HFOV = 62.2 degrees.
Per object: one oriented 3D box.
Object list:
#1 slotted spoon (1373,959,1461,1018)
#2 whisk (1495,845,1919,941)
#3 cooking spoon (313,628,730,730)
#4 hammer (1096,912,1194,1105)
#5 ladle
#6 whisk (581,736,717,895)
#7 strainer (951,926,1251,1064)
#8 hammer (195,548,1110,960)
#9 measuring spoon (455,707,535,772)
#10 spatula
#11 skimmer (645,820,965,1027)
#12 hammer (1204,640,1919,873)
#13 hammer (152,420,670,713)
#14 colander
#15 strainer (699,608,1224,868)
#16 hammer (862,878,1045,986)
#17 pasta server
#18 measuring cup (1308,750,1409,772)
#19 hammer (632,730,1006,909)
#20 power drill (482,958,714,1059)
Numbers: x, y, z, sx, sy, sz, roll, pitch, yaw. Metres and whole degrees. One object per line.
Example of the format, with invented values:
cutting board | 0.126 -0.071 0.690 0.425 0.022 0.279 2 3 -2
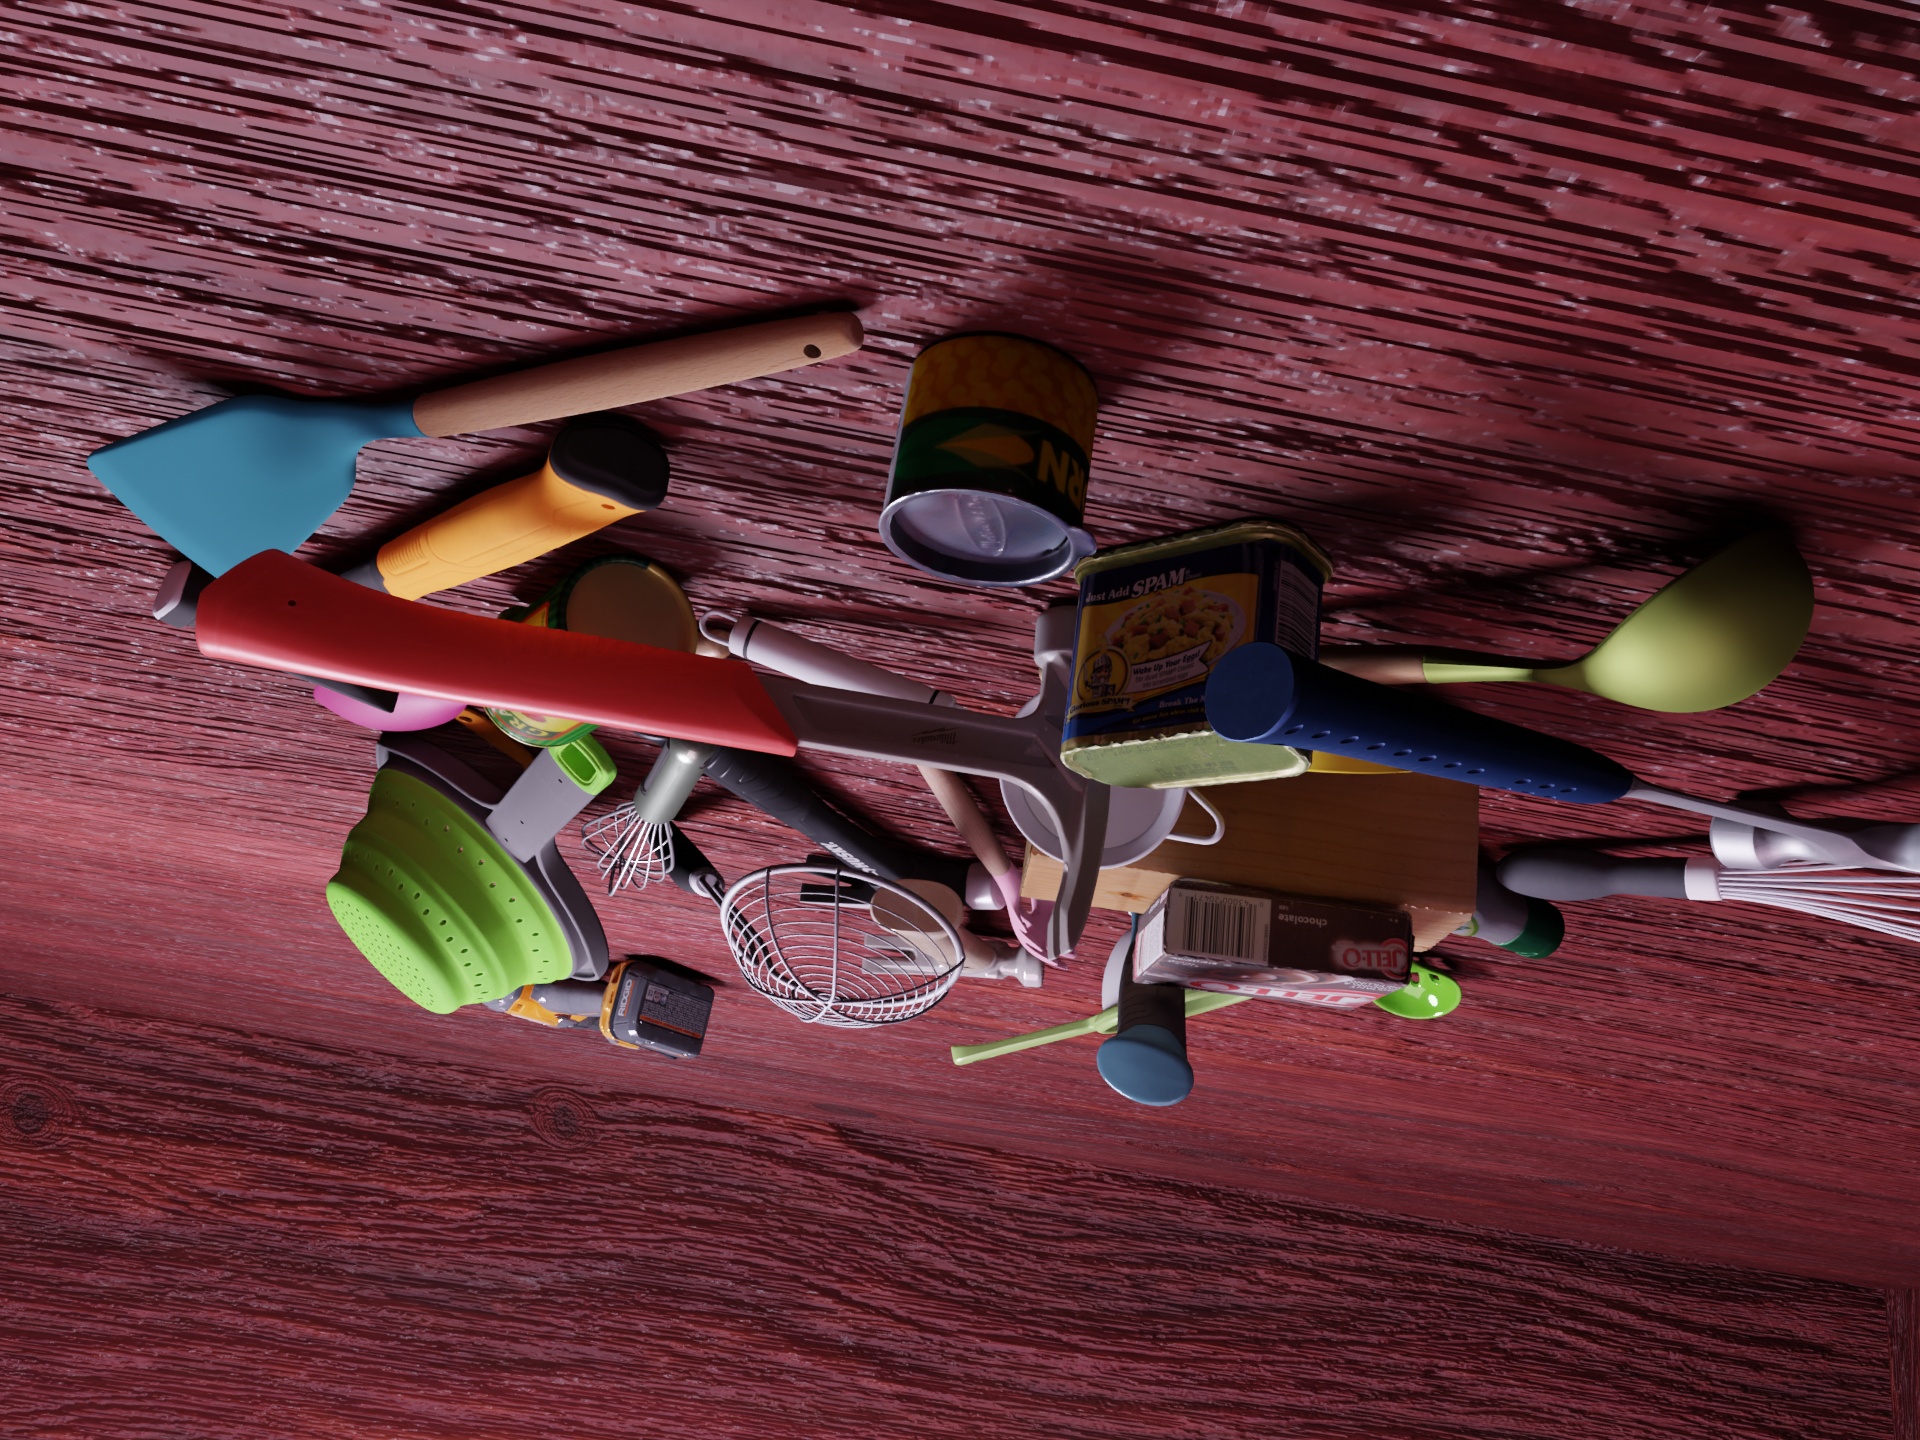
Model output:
slotted spoon | 0.292 0.147 1.070 0.070 0.031 0.313 0 156 22
whisk | 0.417 0.083 0.815 0.285 0.070 0.070 -2 157 38
cooking spoon | -0.240 -0.020 0.847 0.319 0.017 0.068 -8 149 35
hammer | 0.104 0.132 0.871 0.128 0.033 0.331 9 -170 6
ladle | 0.162 -0.034 0.635 0.320 0.062 0.078 0 179 40
whisk | -0.168 0.047 0.868 0.059 0.058 0.246 26 153 -10
strainer | 0.108 0.178 1.102 0.256 0.069 0.151 -17 164 14
hammer | -0.114 -0.002 0.636 0.359 0.149 0.036 9 161 -11
measuring spoon | -0.280 0.017 0.970 0.021 0.011 0.116 3 158 15
spatula | -0.174 -0.103 0.568 0.317 0.044 0.082 -5 143 28
skimmer | -0.114 0.089 0.930 0.127 0.090 0.363 38 175 -26
hammer | 0.264 0.024 0.624 0.405 0.035 0.144 12 174 -33
hammer | -0.232 -0.065 0.703 0.337 0.034 0.127 -12 150 43
colander | -0.288 0.091 0.926 0.204 0.094 0.397 48 148 -5
strainer | -0.001 -0.002 0.723 0.258 0.087 0.050 22 -168 8
hammer | -0.024 0.148 1.084 0.146 0.038 0.410 2 167 6
pasta server | 0.025 0.080 0.980 0.040 0.060 0.316 9 156 21
measuring cup | 0.188 0.002 0.689 0.062 0.029 0.156 4 -173 40
hammer | -0.099 0.057 0.974 0.146 0.035 0.334 -2 157 25
power drill | -0.363 0.298 1.656 0.226 0.084 0.185 0 159 33
